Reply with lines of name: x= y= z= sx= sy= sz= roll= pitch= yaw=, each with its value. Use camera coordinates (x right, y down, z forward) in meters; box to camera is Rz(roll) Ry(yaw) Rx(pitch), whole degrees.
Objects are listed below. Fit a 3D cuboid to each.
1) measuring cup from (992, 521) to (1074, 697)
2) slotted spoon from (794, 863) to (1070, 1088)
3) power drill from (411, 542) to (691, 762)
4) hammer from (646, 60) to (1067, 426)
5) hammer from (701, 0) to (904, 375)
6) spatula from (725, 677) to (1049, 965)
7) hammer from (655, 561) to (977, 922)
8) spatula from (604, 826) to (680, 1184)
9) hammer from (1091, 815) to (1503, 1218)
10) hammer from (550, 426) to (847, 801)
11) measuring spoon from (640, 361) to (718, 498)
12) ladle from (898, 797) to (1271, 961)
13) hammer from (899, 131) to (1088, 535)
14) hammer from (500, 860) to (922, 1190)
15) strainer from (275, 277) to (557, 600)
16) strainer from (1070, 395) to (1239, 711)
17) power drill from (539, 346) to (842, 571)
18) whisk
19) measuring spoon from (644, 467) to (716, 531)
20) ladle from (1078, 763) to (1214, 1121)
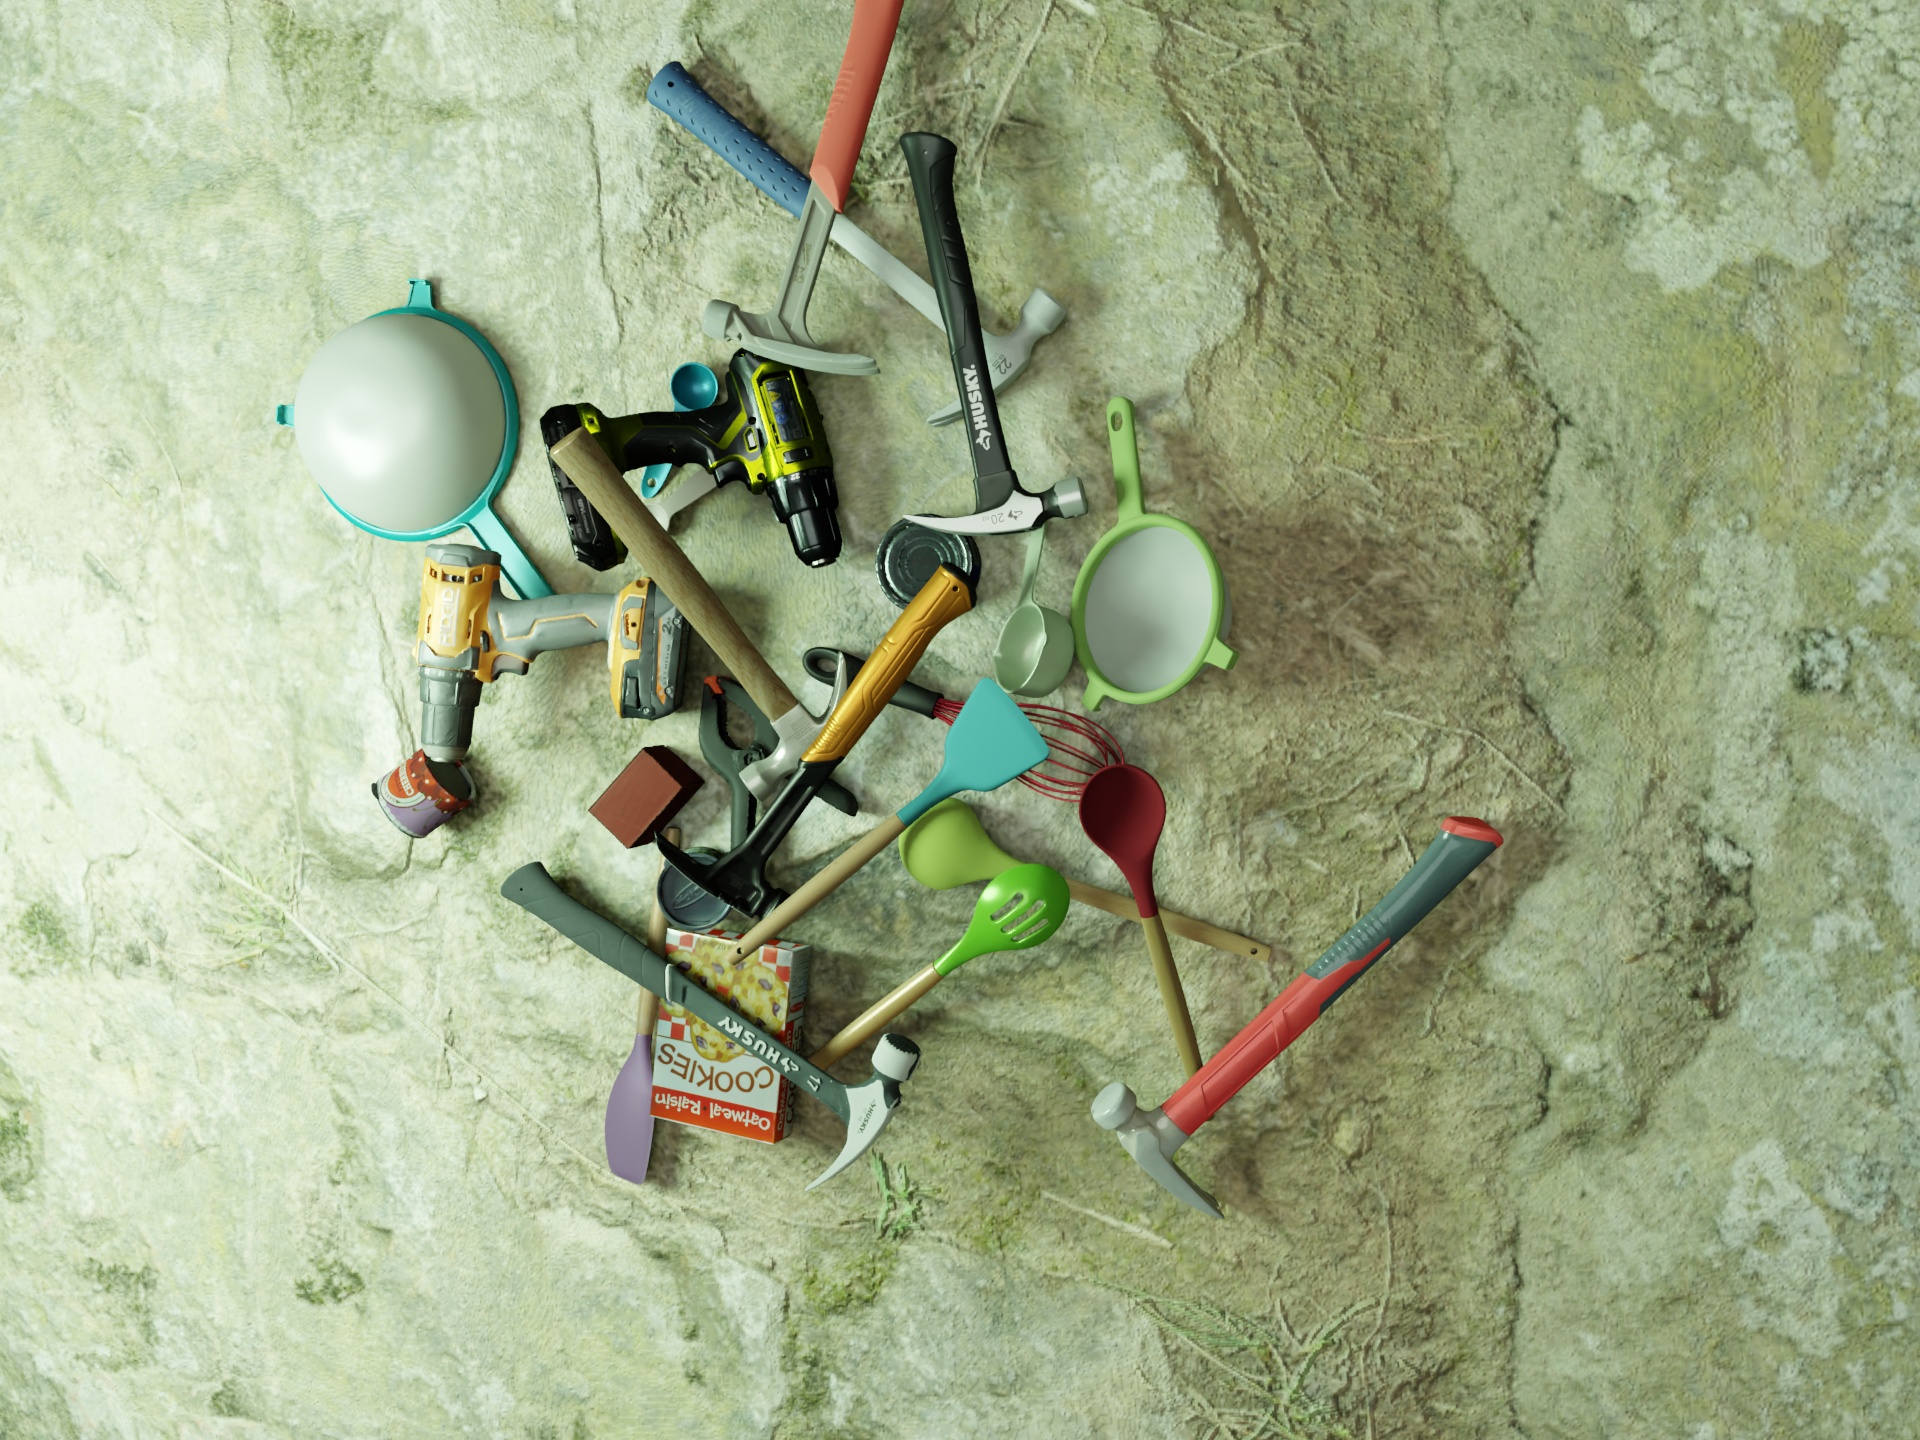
measuring cup: x=0.069 y=-0.098 z=1.309 sx=0.038 sy=0.083 sz=0.168 roll=17 pitch=73 yaw=-27
slotted spoon: x=-0.034 y=0.223 z=1.325 sx=0.313 sy=0.031 sz=0.070 roll=-40 pitch=106 yaw=21
power drill: x=-0.351 y=-0.047 z=1.354 sx=0.226 sy=0.084 sz=0.185 roll=7 pitch=93 yaw=-3
hammer: x=-0.108 y=-0.412 z=1.339 sx=0.405 sy=0.035 sz=0.144 roll=41 pitch=99 yaw=8
hammer: x=-0.091 y=-0.464 z=1.301 sx=0.149 sy=0.036 sz=0.359 roll=15 pitch=85 yaw=8
spatula: x=-0.070 y=0.095 z=1.288 sx=0.317 sy=0.044 sz=0.082 roll=-40 pitch=82 yaw=3
hammer: x=-0.105 y=0.008 z=1.293 sx=0.127 sy=0.034 sz=0.337 roll=35 pitch=97 yaw=-20
spatula: x=-0.277 y=0.250 z=1.401 sx=0.060 sy=0.018 sz=0.316 roll=10 pitch=93 yaw=34
hammer: x=0.290 y=0.228 z=1.268 sx=0.386 sy=0.038 sz=0.143 roll=-44 pitch=103 yaw=5
hammer: x=-0.208 y=-0.095 z=1.278 sx=0.130 sy=0.031 sz=0.331 roll=-37 pitch=110 yaw=-1
measuring spoon: x=-0.247 y=-0.252 z=1.386 sx=0.042 sy=0.021 sz=0.128 roll=27 pitch=106 yaw=-3
ladle: x=0.101 y=0.141 z=1.317 sx=0.320 sy=0.062 sz=0.078 roll=18 pitch=94 yaw=4
hammer: x=-0.003 y=-0.311 z=1.285 sx=0.146 sy=0.035 sz=0.335 roll=-12 pitch=89 yaw=11
hammer: x=-0.230 y=0.236 z=1.341 sx=0.409 sy=0.036 sz=0.149 roll=29 pitch=102 yaw=19
strainer: x=-0.466 y=-0.216 z=1.389 sx=0.211 sy=0.095 sz=0.340 roll=-39 pitch=83 yaw=10
strainer: x=0.158 y=-0.136 z=1.282 sx=0.151 sy=0.069 sz=0.256 roll=-19 pitch=71 yaw=43
power drill: x=-0.216 y=-0.201 z=1.319 sx=0.228 sy=0.080 sz=0.190 roll=-15 pitch=88 yaw=-13
whisk: x=-0.002 y=-0.004 z=1.321 sx=0.296 sy=0.073 sz=0.073 roll=21 pitch=96 yaw=17
measuring spoon: x=-0.233 y=-0.198 z=1.385 sx=0.124 sy=0.018 sz=0.034 roll=-37 pitch=84 yaw=4
ladle: x=0.161 y=0.180 z=1.279 sx=0.069 sy=0.031 sz=0.315 roll=-16 pitch=101 yaw=5
